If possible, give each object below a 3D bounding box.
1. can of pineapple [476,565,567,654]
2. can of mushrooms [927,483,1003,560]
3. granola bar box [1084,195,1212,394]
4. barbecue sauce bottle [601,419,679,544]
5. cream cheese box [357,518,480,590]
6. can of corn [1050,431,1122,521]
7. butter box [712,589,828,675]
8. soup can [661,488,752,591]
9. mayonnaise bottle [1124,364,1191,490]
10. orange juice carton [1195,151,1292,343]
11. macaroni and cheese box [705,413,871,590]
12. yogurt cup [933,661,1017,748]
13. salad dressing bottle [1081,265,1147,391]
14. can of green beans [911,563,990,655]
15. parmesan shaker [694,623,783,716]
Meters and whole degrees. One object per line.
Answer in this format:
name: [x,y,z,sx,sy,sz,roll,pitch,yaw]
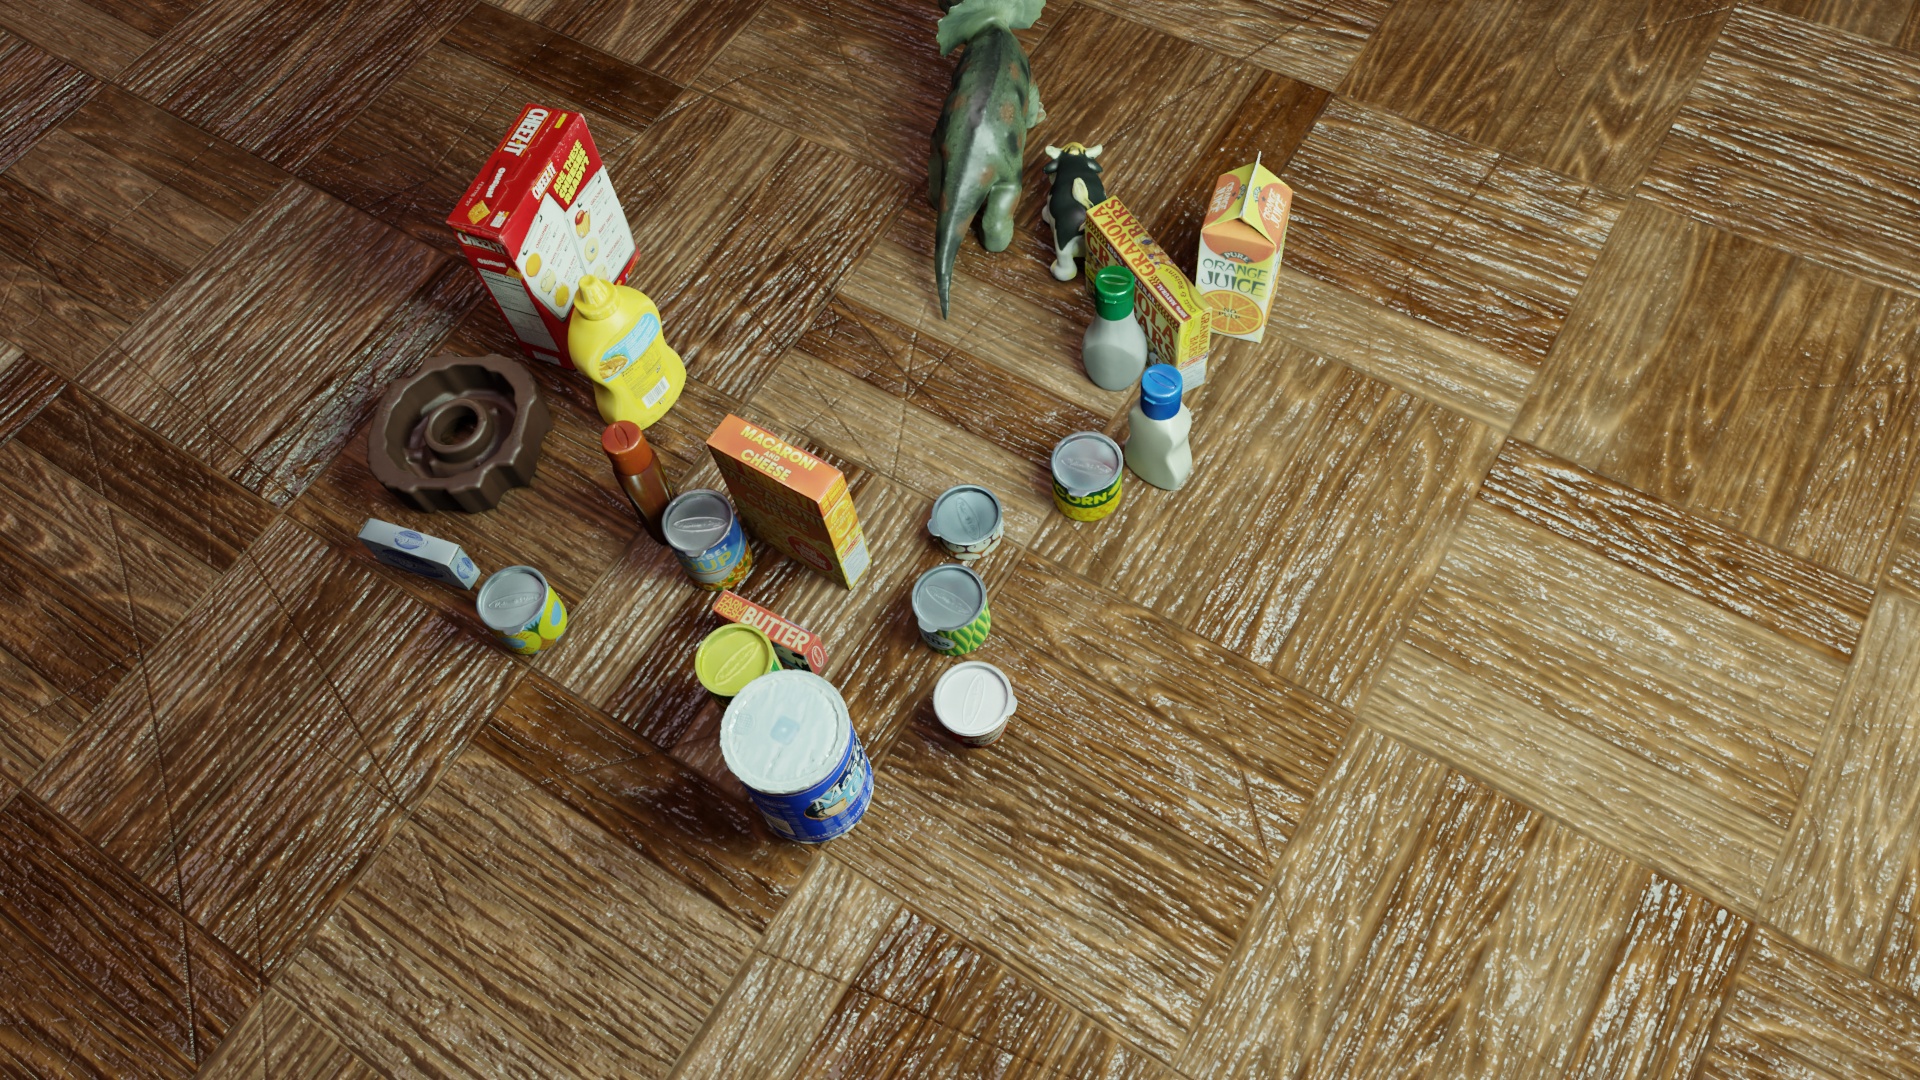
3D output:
can of pineapple: [-0.404,0.066,1.281,0.071,0.057,0.071,-2,61,4]
can of mushrooms: [0.005,-0.016,1.301,0.071,0.033,0.071,-2,61,4]
granola bar box: [0.180,-0.236,1.355,0.039,0.123,0.166,-29,62,-10]
barbecue sauce bottle: [-0.293,-0.056,1.287,0.044,0.148,0.065,-26,62,-8]
cream cheese box: [-0.515,0.013,1.324,0.104,0.053,0.024,16,64,14]
can of corn: [0.117,-0.057,1.299,0.071,0.058,0.071,-2,61,4]
butter box: [-0.172,0.084,1.251,0.103,0.053,0.024,24,66,18]
soup can: [-0.234,0.003,1.285,0.071,0.083,0.071,-2,61,4]
mayonnaise bottle: [0.182,-0.104,1.267,0.065,0.147,0.041,33,69,21]
orange juice carton: [0.270,-0.280,1.332,0.073,0.191,0.072,15,64,13]
macaroni and cheese box: [-0.151,-0.033,1.250,0.124,0.165,0.040,28,67,19]
yogurt cup: [0.013,0.145,1.199,0.072,0.053,0.073,-2,61,4]
salad dressing bottle: [0.147,-0.202,1.326,0.064,0.147,0.044,12,63,12]
can of green beans: [-0.008,0.063,1.245,0.071,0.057,0.071,-2,61,4]
parmesan shaker: [-0.183,0.125,1.201,0.071,0.102,0.071,-2,61,4]
